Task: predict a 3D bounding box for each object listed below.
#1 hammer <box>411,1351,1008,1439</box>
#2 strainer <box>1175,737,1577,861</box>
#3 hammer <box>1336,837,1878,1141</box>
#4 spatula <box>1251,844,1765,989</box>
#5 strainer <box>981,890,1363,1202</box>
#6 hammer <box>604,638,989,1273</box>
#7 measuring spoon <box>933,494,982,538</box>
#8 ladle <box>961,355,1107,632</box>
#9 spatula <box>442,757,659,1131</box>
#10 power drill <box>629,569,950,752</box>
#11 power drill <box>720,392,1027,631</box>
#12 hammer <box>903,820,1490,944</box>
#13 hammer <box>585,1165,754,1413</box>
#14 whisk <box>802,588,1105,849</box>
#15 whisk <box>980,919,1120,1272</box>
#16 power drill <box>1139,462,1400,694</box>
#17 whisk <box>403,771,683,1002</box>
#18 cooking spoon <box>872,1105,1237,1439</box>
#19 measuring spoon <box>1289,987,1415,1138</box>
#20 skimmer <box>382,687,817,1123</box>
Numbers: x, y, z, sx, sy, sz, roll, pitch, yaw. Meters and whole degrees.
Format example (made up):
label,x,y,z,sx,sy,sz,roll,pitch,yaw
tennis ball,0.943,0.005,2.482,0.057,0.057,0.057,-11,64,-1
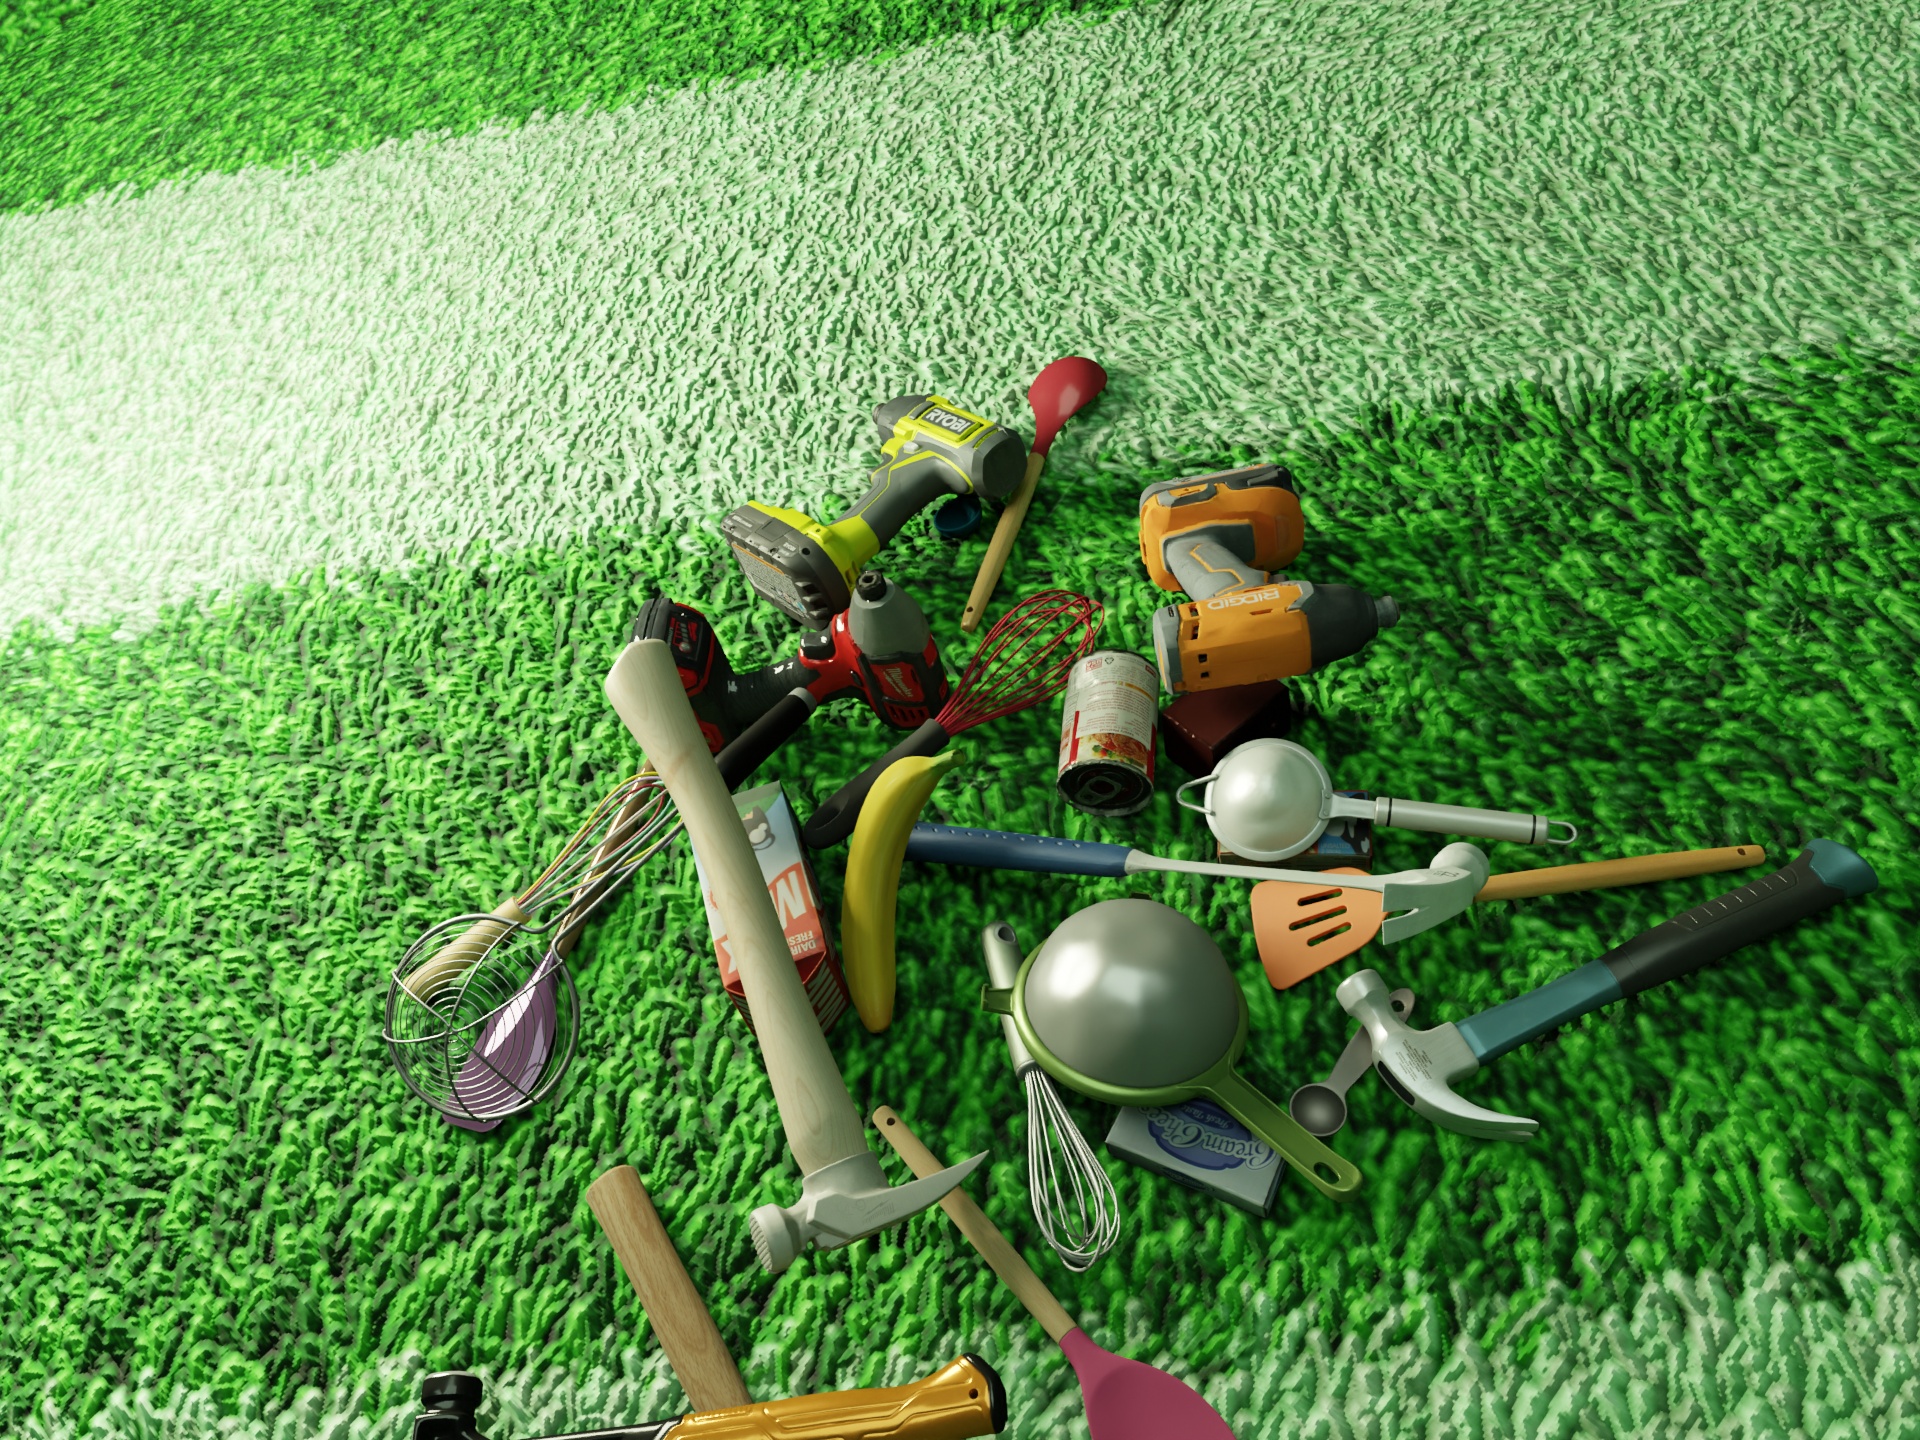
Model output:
label,x,y,z,sx,sy,sz,roll,pitch,yaw
hammer,-0.140,0.403,0.870,0.337,0.034,0.127,-10,50,4
strainer,0.270,0.057,1.045,0.258,0.050,0.087,6,72,13
hammer,0.407,0.151,0.973,0.331,0.033,0.128,-23,57,-7
spatula,0.353,0.112,1.028,0.322,0.041,0.081,-7,51,2
strainer,0.142,0.187,0.959,0.151,0.069,0.257,-27,46,-31
hammer,-0.124,0.123,1.004,0.146,0.038,0.411,-16,67,-23
measuring spoon,0.018,-0.195,1.337,0.042,0.021,0.129,6,50,32
ladle,0.055,-0.199,1.327,0.069,0.031,0.316,5,56,27
spatula,-0.278,0.147,1.144,0.060,0.018,0.316,7,56,23
power drill,-0.127,-0.045,1.178,0.219,0.143,0.079,-7,50,10
power drill,-0.077,-0.184,1.305,0.223,0.080,0.171,-40,44,-18
hammer,0.119,0.092,1.026,0.405,0.144,0.035,3,98,29
hammer,-0.138,0.396,0.917,0.130,0.031,0.332,-32,53,-12
whisk,-0.002,-0.004,1.154,0.296,0.073,0.073,-40,55,-22
whisk,0.048,0.227,0.998,0.057,0.059,0.247,10,42,-26
power drill,0.213,-0.103,1.143,0.164,0.084,0.227,-9,32,6
whisk,-0.298,0.118,1.137,0.245,0.047,0.051,-38,48,-2
cooking spoon,0.047,0.339,0.927,0.069,0.017,0.319,-36,55,-17
measuring spoon,0.245,0.212,0.984,0.034,0.018,0.124,31,59,28
skimmer,-0.222,0.106,1.058,0.127,0.090,0.363,39,55,8
